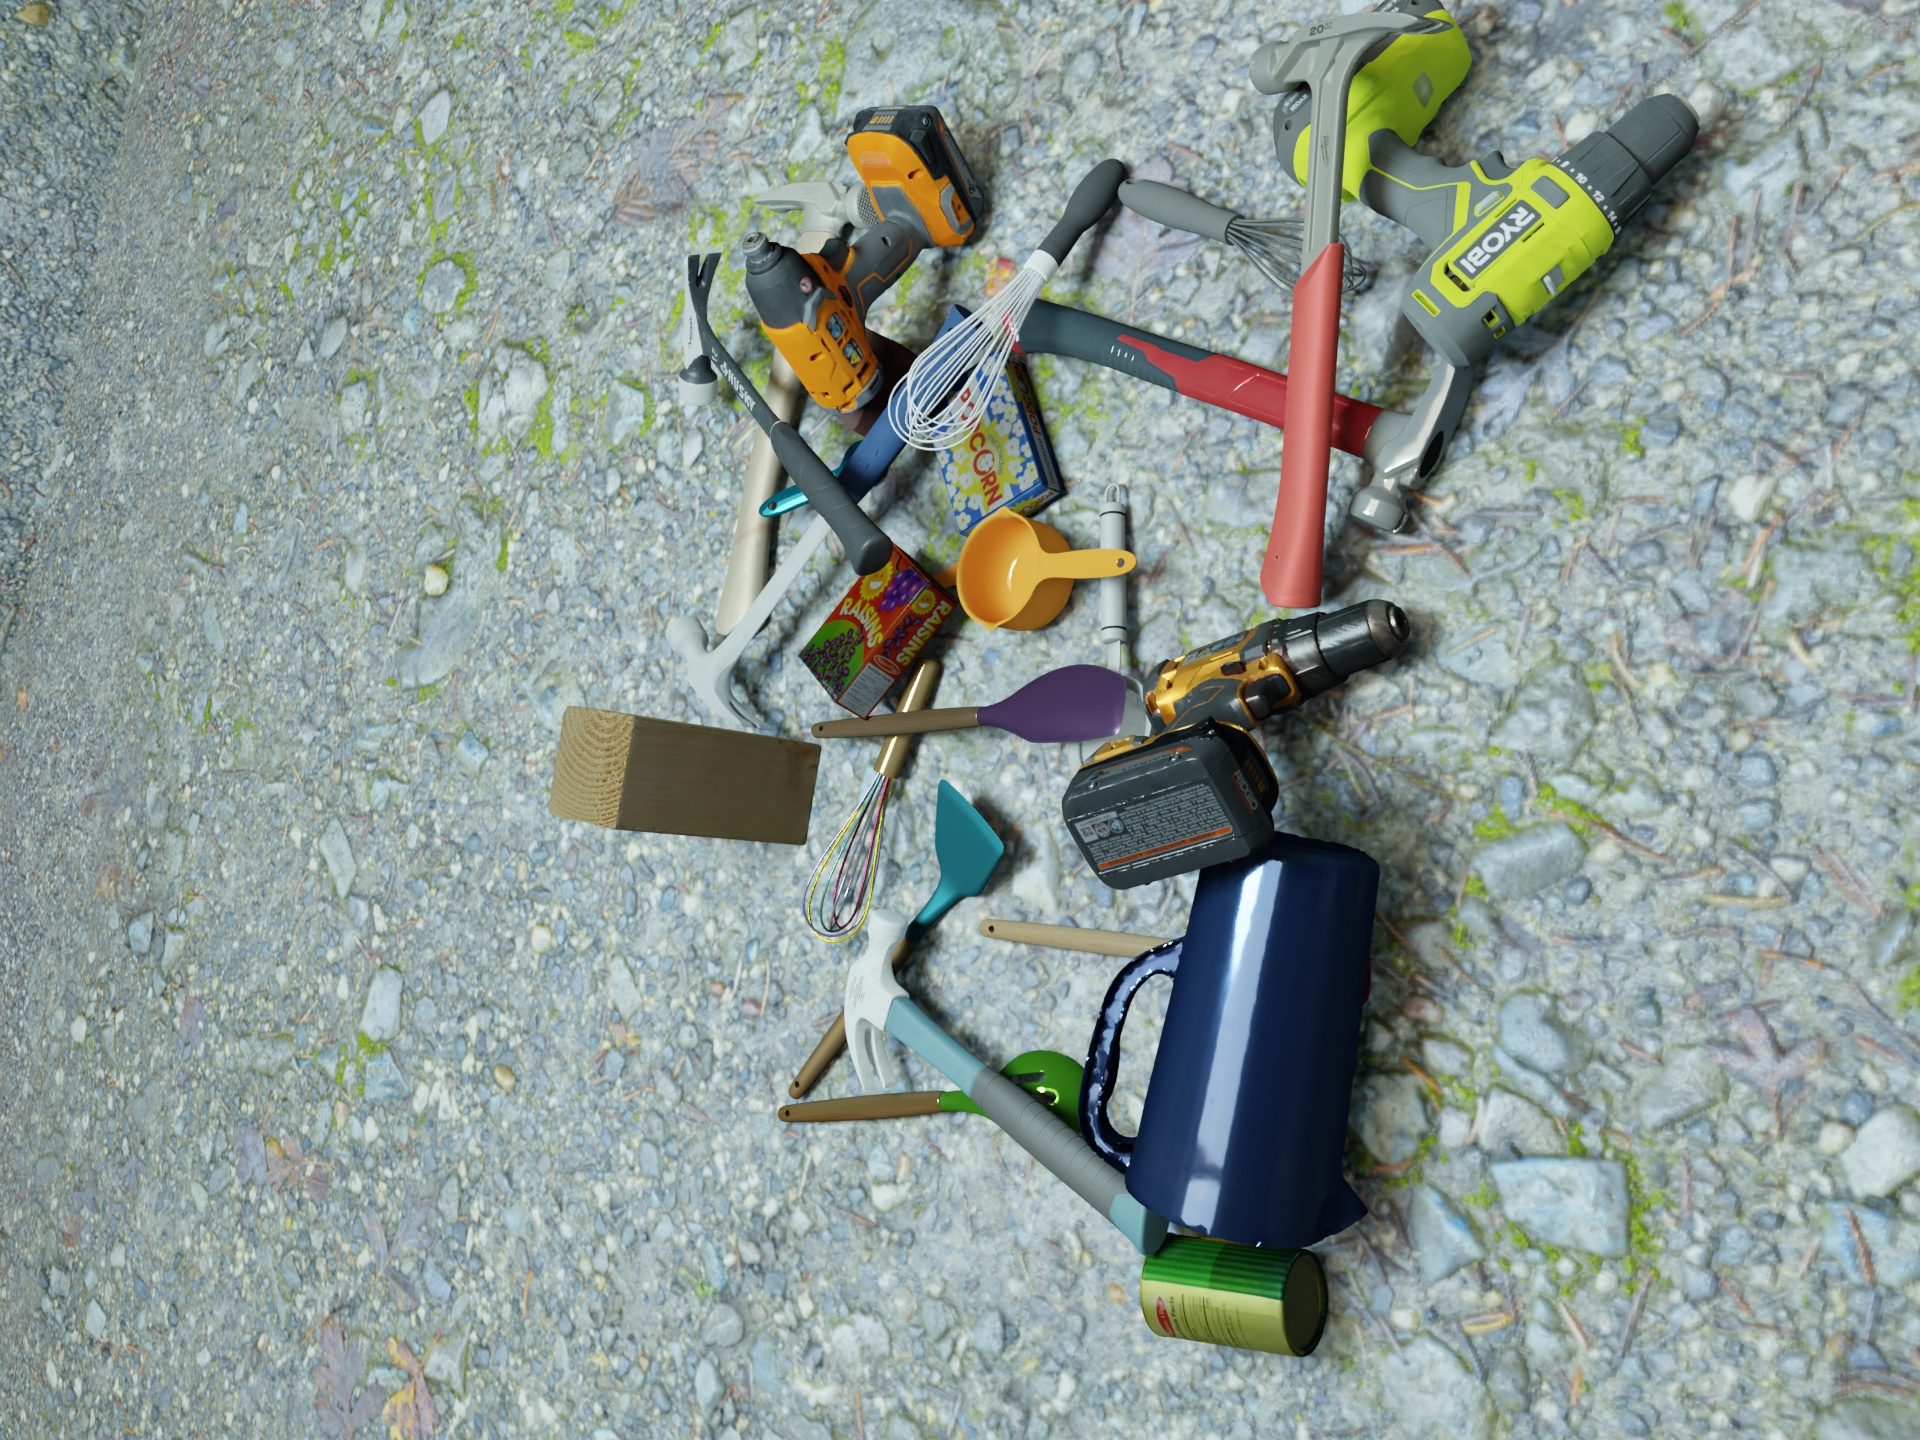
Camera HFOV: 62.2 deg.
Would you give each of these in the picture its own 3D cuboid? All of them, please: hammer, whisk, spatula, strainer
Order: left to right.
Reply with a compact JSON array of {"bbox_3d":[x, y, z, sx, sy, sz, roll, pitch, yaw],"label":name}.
[{"bbox_3d":[-0.170,-0.278,1.432,0.146,0.038,0.410,15,93,41],"label":"hammer"},{"bbox_3d":[-0.151,-0.243,1.299,0.409,0.036,0.149,53,147,42],"label":"hammer"},{"bbox_3d":[-0.105,-0.164,1.314,0.405,0.035,0.144,-50,55,23],"label":"hammer"},{"bbox_3d":[-0.065,0.066,1.291,0.047,0.051,0.245,23,93,50],"label":"whisk"},{"bbox_3d":[-0.061,0.190,1.267,0.082,0.044,0.317,47,113,30],"label":"spatula"},{"bbox_3d":[-0.002,-0.004,1.219,0.316,0.018,0.060,-6,68,41],"label":"spatula"},{"bbox_3d":[0.024,0.267,1.141,0.331,0.033,0.128,31,110,42],"label":"hammer"},{"bbox_3d":[0.043,-0.317,1.201,0.070,0.070,0.284,26,75,39],"label":"whisk"},{"bbox_3d":[0.115,-0.054,1.163,0.087,0.050,0.259,-17,67,49],"label":"strainer"},{"bbox_3d":[0.180,-0.263,1.142,0.387,0.038,0.143,31,101,38],"label":"hammer"},{"bbox_3d":[0.194,-0.350,1.140,0.239,0.055,0.055,38,107,41],"label":"whisk"},{"bbox_3d":[0.230,-0.249,1.002,0.149,0.036,0.359,23,115,58],"label":"hammer"}]

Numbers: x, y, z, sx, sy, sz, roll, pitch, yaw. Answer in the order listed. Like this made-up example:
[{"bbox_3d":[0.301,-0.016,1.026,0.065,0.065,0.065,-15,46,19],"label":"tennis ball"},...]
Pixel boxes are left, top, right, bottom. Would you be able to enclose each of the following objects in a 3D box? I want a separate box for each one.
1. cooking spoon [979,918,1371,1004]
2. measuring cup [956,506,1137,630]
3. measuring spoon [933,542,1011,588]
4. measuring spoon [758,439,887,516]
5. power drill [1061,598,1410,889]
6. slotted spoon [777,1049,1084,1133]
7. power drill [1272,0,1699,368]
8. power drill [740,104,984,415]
[{"bbox_3d":[0.141,0.161,1.122,0.319,0.017,0.069,1,90,39],"label":"cooking spoon"},{"bbox_3d":[0.075,-0.111,1.187,0.174,0.052,0.095,2,85,44],"label":"measuring cup"},{"bbox_3d":[-0.004,-0.116,1.289,0.117,0.011,0.021,-26,49,31],"label":"measuring spoon"},{"bbox_3d":[-0.122,-0.206,1.367,0.128,0.021,0.042,-22,74,17],"label":"measuring spoon"},{"bbox_3d":[0.178,0.002,1.002,0.185,0.226,0.084,-21,107,35],"label":"power drill"},{"bbox_3d":[-0.032,0.300,1.237,0.314,0.031,0.070,-15,70,38],"label":"slotted spoon"},{"bbox_3d":[0.321,-0.355,0.999,0.190,0.080,0.229,-42,55,16],"label":"power drill"},{"bbox_3d":[-0.082,-0.377,1.250,0.084,0.164,0.226,14,66,36],"label":"power drill"}]
